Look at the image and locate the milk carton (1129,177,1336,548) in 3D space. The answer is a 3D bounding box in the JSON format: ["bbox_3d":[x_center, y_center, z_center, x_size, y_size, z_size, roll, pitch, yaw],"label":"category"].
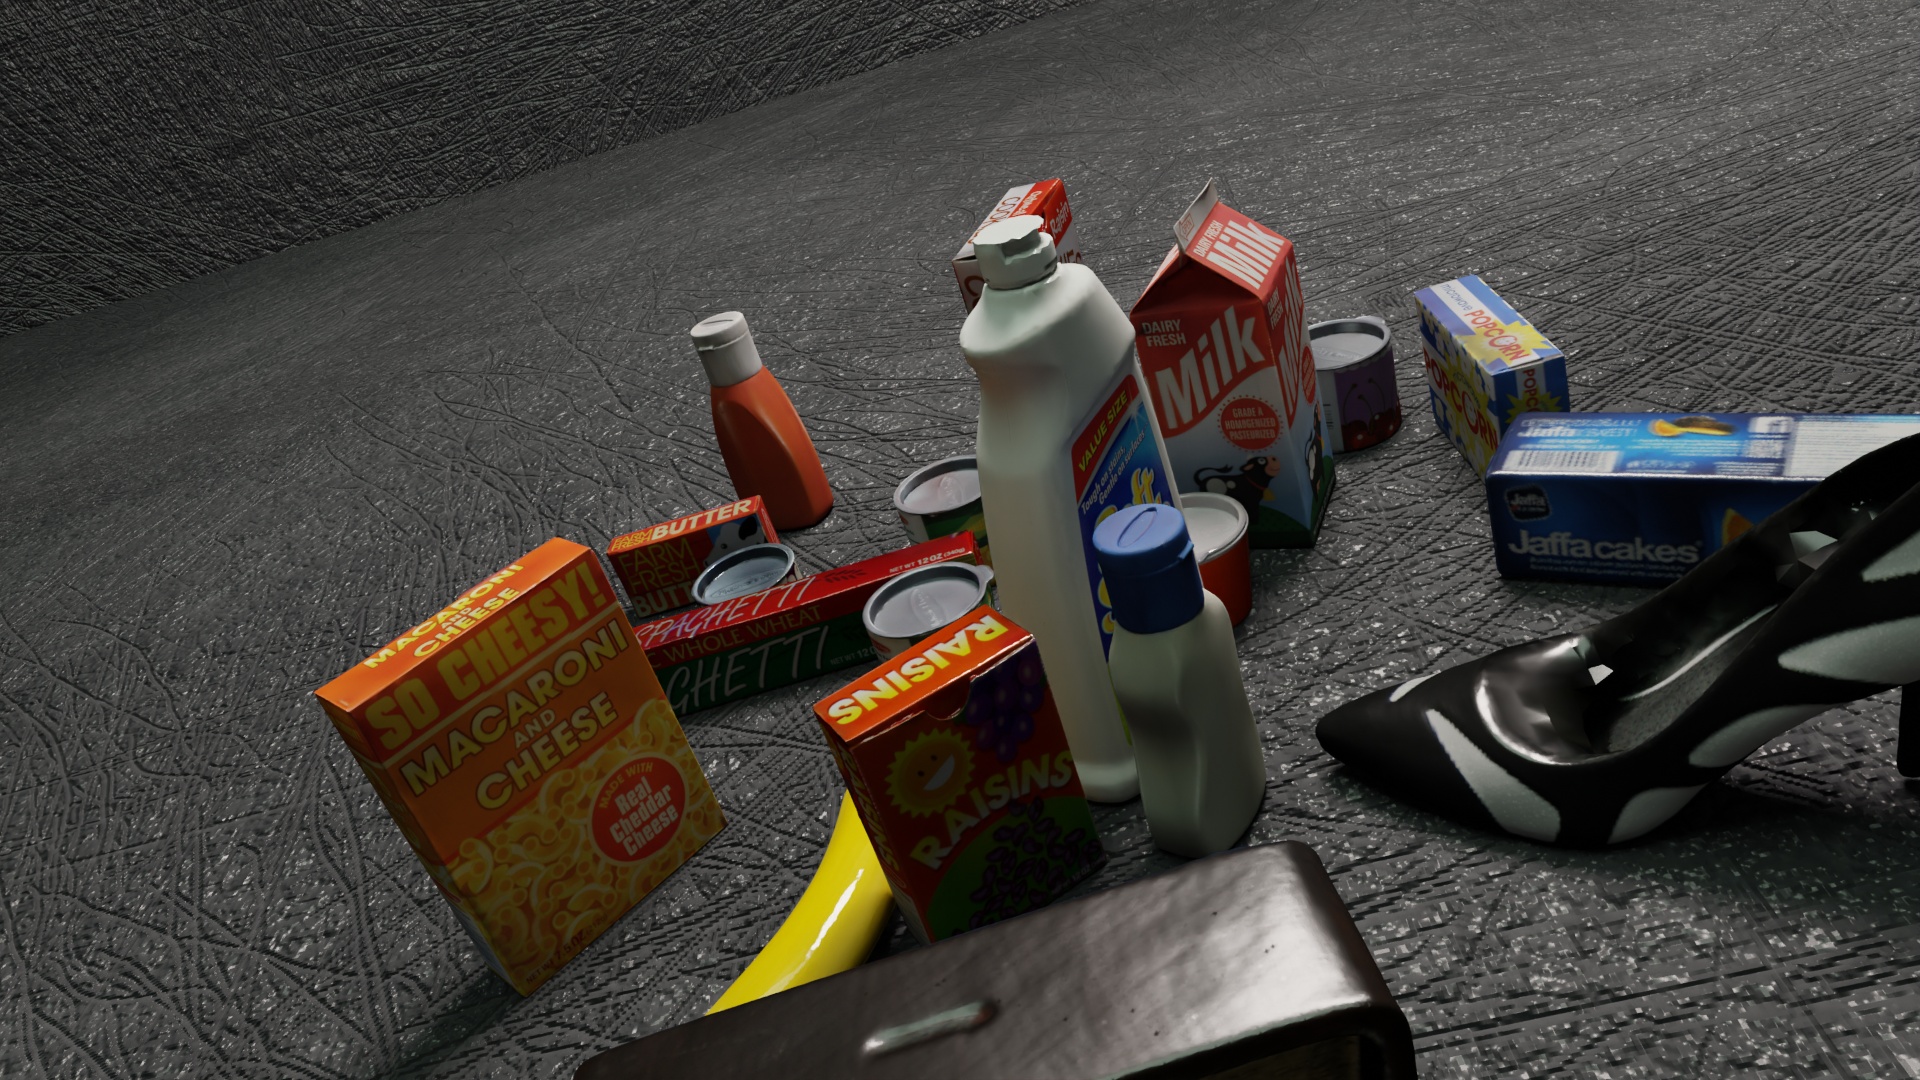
[{"bbox_3d":[0.145,-0.092,0.744,0.073,0.189,0.073,-2,32,29],"label":"milk carton"}]

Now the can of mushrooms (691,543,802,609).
[{"bbox_3d":[-0.127,0.034,0.846,0.071,0.033,0.071,-14,29,8],"label":"can of mushrooms"}]

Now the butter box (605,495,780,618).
[{"bbox_3d":[-0.168,0.011,0.891,0.103,0.053,0.024,-16,28,5],"label":"butter box"}]

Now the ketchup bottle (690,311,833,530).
[{"bbox_3d":[-0.137,-0.078,0.929,0.064,0.148,0.044,-1,33,29],"label":"ketchup bottle"}]

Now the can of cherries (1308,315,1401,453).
[{"bbox_3d":[0.231,-0.094,0.836,0.071,0.058,0.072,-14,28,8],"label":"can of cherries"}]

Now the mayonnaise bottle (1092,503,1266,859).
[{"bbox_3d":[0.088,0.056,0.561,0.041,0.147,0.065,4,36,36],"label":"mayonnaise bottle"}]

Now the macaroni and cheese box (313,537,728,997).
[{"bbox_3d":[-0.191,0.101,0.626,0.040,0.165,0.124,12,41,44],"label":"macaroni and cheese box"}]

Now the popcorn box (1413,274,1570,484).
[{"bbox_3d":[0.288,-0.082,0.753,0.038,0.085,0.127,-15,28,7],"label":"popcorn box"}]

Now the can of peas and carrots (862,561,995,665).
[{"bbox_3d":[-0.008,0.052,0.718,0.071,0.058,0.071,-14,28,8],"label":"can of peas and carrots"}]

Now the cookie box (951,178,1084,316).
[{"bbox_3d":[0.054,-0.130,0.889,0.040,0.166,0.123,-5,31,24],"label":"cookie box"}]

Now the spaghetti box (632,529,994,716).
[{"bbox_3d":[-0.105,0.055,0.779,0.250,0.050,0.029,-17,28,3],"label":"spaghetti box"}]

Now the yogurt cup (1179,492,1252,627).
[{"bbox_3d":[0.118,0.014,0.715,0.072,0.053,0.073,-14,28,8],"label":"yogurt cup"}]

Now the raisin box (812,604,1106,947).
[{"bbox_3d":[0.002,0.100,0.559,0.086,0.123,0.040,-29,30,-18],"label":"raisin box"}]

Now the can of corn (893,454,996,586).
[{"bbox_3d":[0.003,-0.010,0.822,0.071,0.058,0.071,-14,28,8],"label":"can of corn"}]
